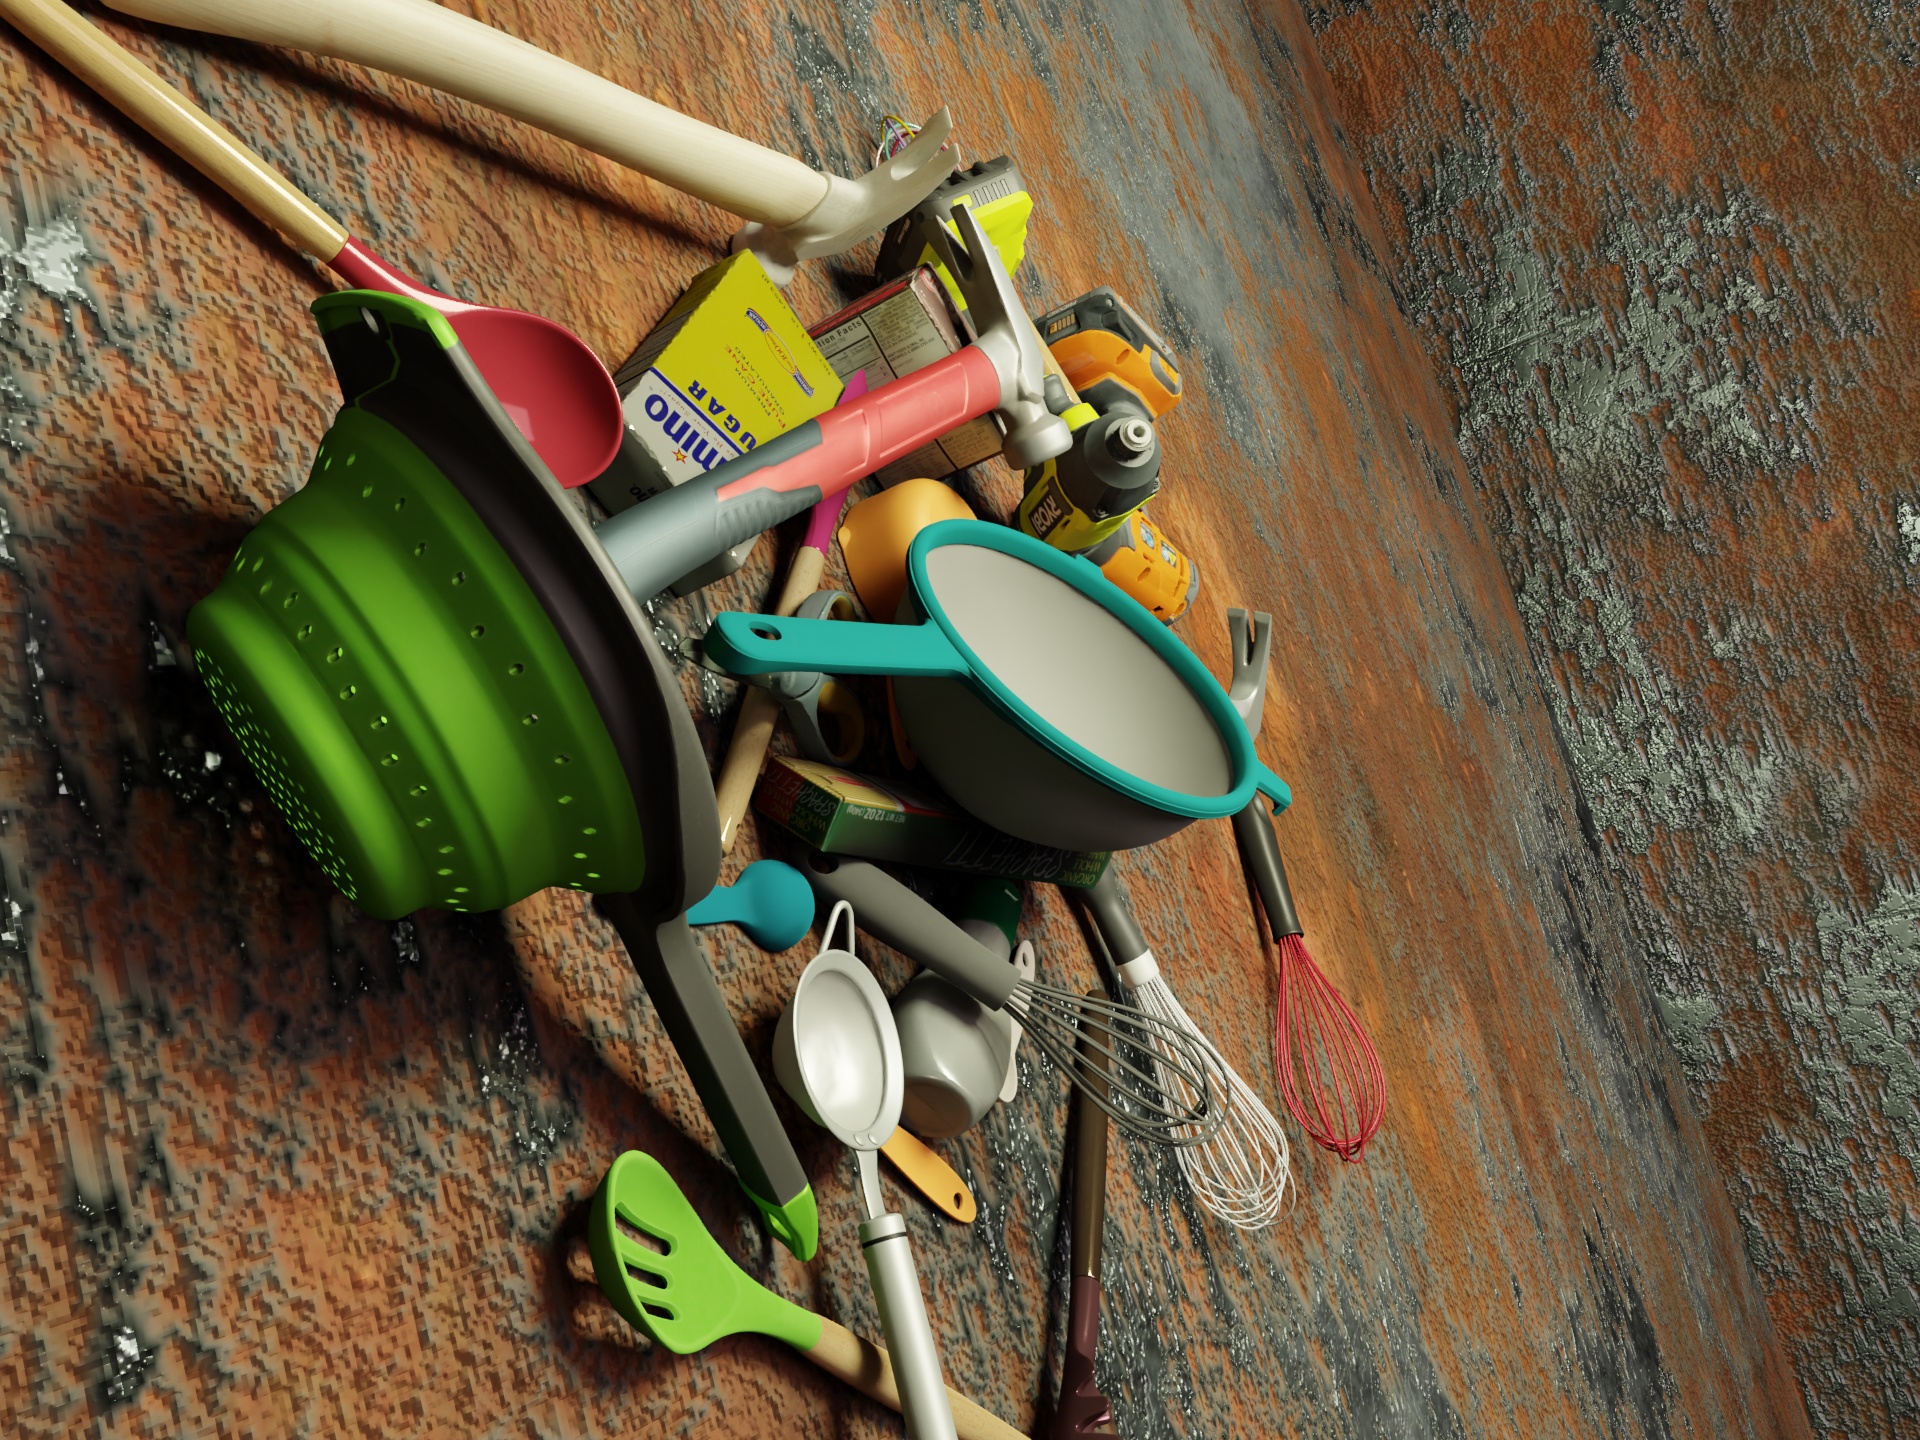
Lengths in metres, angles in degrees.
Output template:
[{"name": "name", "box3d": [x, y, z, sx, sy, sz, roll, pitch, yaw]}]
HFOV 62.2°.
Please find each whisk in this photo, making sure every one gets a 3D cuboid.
[{"name": "whisk", "box3d": [0.120, 0.178, 0.957, 0.284, 0.070, 0.070, 63, 29, 0]}, {"name": "whisk", "box3d": [0.014, -0.299, 1.066, 0.051, 0.047, 0.245, -31, 89, -47]}, {"name": "whisk", "box3d": [0.246, 0.177, 1.165, 0.073, 0.073, 0.296, 28, 42, -49]}, {"name": "whisk", "box3d": [0.023, 0.123, 0.742, 0.239, 0.055, 0.055, 33, 35, -2]}]

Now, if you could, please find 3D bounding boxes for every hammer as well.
[{"name": "hammer", "box3d": [-0.168, -0.277, 0.700, 0.410, 0.146, 0.038, 0, 72, -55]}, {"name": "hammer", "box3d": [0.108, 0.001, 1.029, 0.405, 0.035, 0.144, -7, 106, -56]}, {"name": "hammer", "box3d": [-0.075, -0.133, 0.732, 0.386, 0.038, 0.143, -38, 109, -48]}]

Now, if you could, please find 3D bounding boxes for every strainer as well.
[{"name": "strainer", "box3d": [-0.001, -0.002, 0.761, 0.340, 0.095, 0.211, 1, 44, -48]}, {"name": "strainer", "box3d": [-0.037, 0.203, 0.655, 0.086, 0.050, 0.259, 26, 43, -59]}]

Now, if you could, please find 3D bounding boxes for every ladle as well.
[{"name": "ladle", "box3d": [-0.254, -0.191, 0.589, 0.315, 0.031, 0.069, 39, 75, -37]}]

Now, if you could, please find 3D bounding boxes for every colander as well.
[{"name": "colander", "box3d": [-0.147, 0.062, 0.534, 0.094, 0.205, 0.396, -34, 121, -27]}]

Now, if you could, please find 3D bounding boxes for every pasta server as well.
[{"name": "pasta server", "box3d": [0.072, 0.263, 0.813, 0.316, 0.040, 0.060, -82, 160, -49]}]

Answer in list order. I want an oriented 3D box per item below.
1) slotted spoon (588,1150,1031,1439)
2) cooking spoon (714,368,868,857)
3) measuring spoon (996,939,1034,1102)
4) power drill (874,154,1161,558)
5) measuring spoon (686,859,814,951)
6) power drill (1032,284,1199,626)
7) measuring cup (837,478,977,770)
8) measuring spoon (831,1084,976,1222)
[{"name": "slotted spoon", "box3d": [-0.047, 0.259, 0.643, 0.313, 0.031, 0.070, 46, 20, -38]}, {"name": "cooking spoon", "box3d": [-0.080, -0.063, 0.789, 0.068, 0.017, 0.319, 99, 3, -51]}, {"name": "measuring spoon", "box3d": [0.023, 0.157, 0.846, 0.034, 0.018, 0.124, 63, 22, -21]}, {"name": "power drill", "box3d": [0.041, -0.215, 0.962, 0.223, 0.080, 0.171, 61, -16, 4]}, {"name": "measuring spoon", "box3d": [-0.102, 0.075, 0.676, 0.128, 0.021, 0.042, 13, 60, -57]}, {"name": "power drill", "box3d": [0.101, -0.195, 1.142, 0.164, 0.084, 0.227, 30, 50, -46]}, {"name": "measuring cup", "box3d": [-0.017, -0.056, 0.875, 0.095, 0.052, 0.174, 33, 42, -46]}, {"name": "measuring spoon", "box3d": [-0.026, 0.203, 0.736, 0.116, 0.011, 0.021, 50, 37, -36]}]
